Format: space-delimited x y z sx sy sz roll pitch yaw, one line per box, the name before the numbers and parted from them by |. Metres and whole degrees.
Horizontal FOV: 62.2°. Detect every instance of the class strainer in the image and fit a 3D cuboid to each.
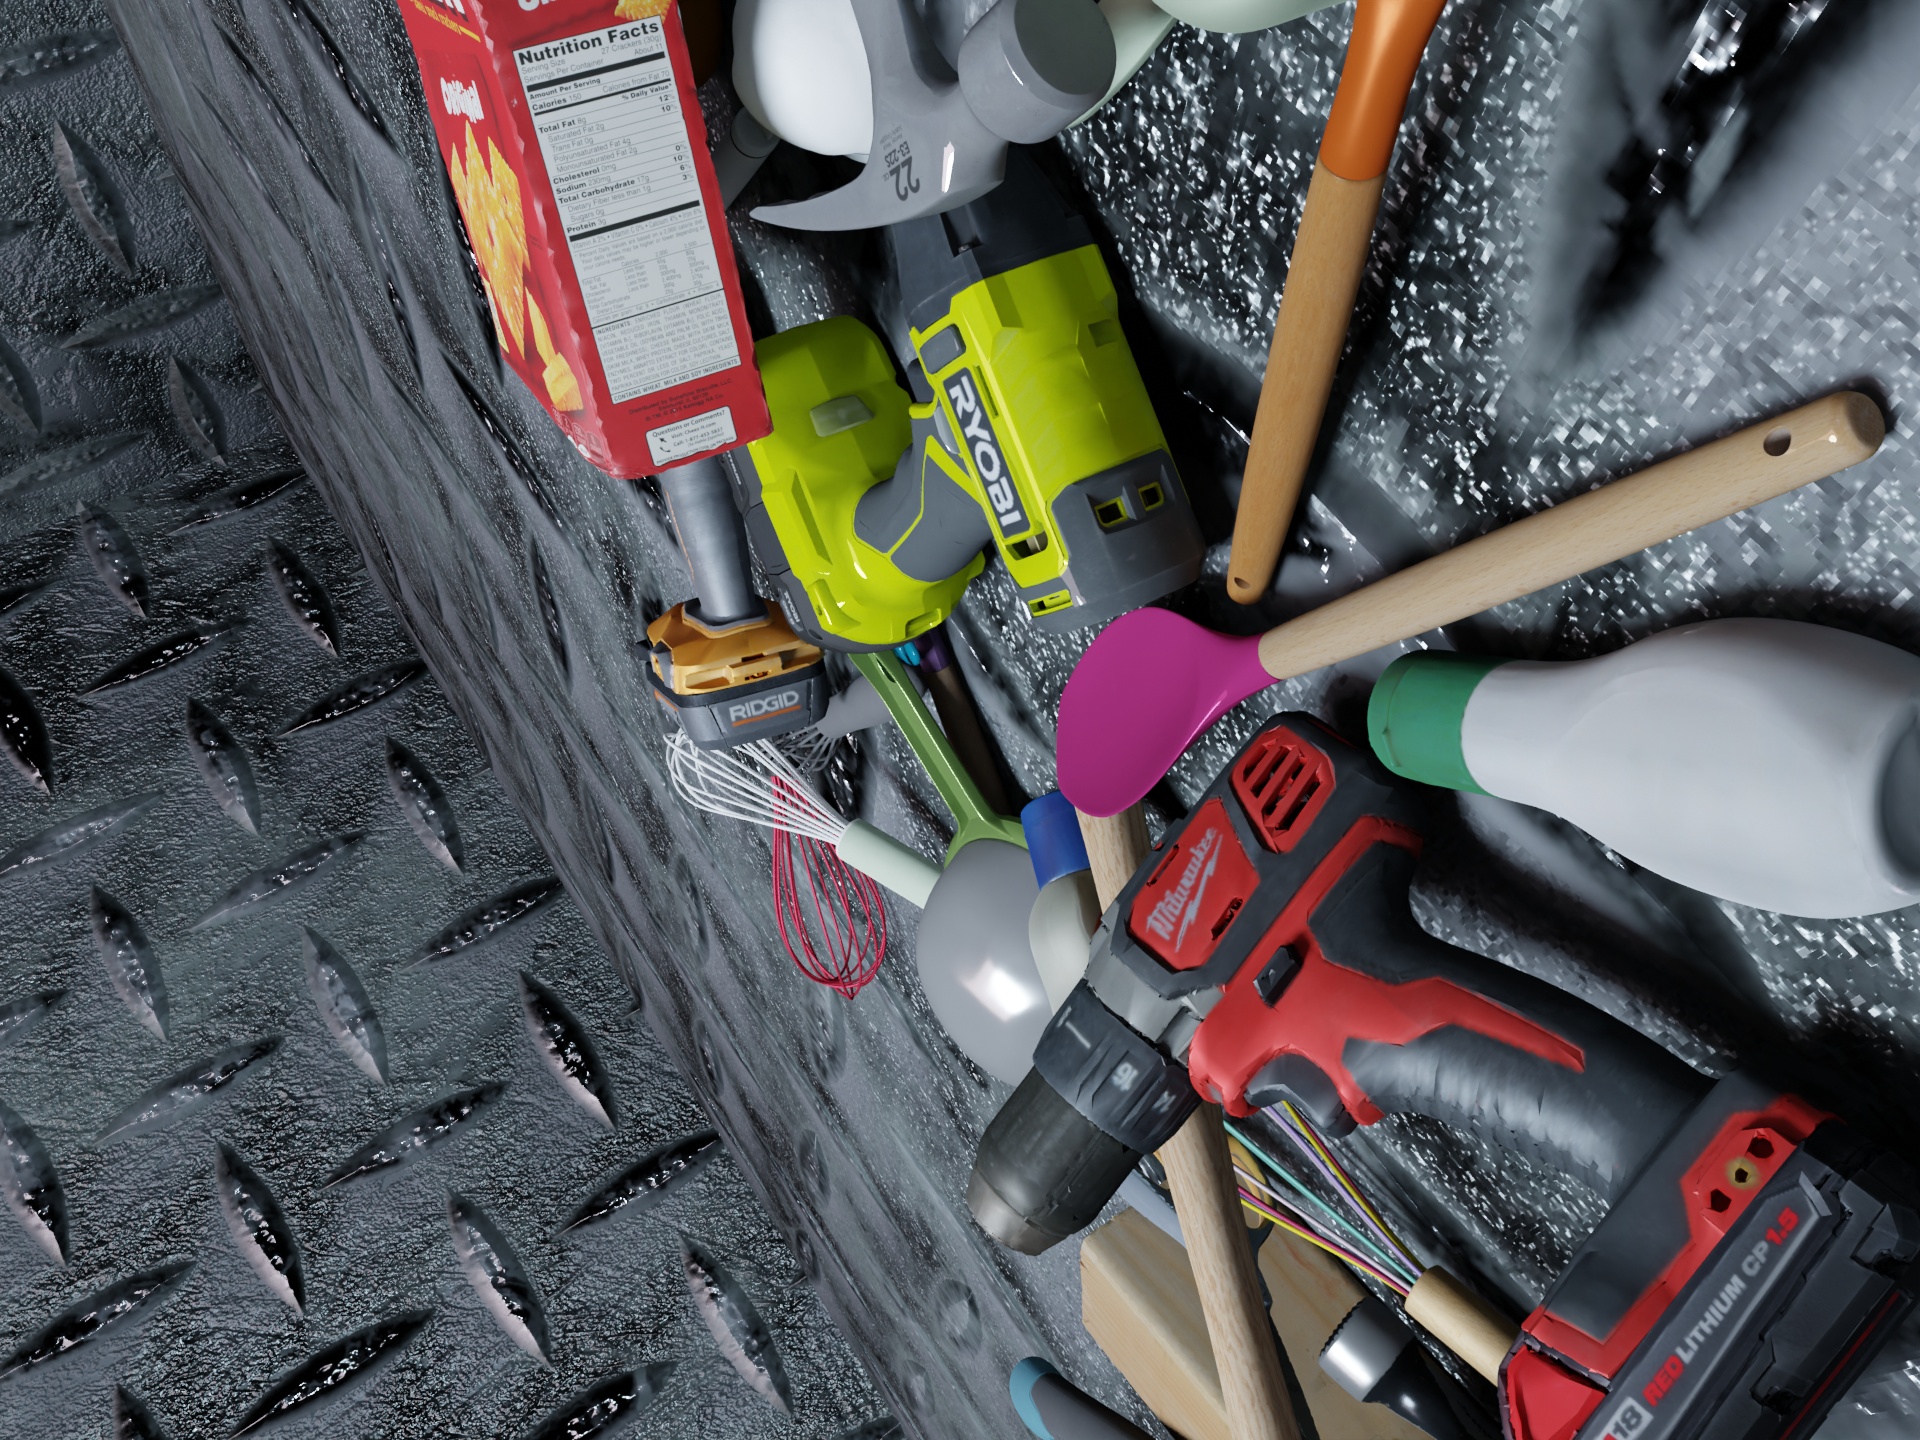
strainer | 0.001 0.079 0.742 0.151 0.069 0.256 -15 108 58
strainer | -0.078 -0.229 0.618 0.086 0.050 0.258 50 165 -14

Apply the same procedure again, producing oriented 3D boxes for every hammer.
hammer | 0.152 0.242 0.451 0.149 0.036 0.408 38 179 23
hammer | 0.102 0.342 0.691 0.128 0.033 0.331 63 158 -6
hammer | 0.082 0.154 0.554 0.129 0.031 0.332 60 -164 -57
hammer | -0.076 -0.329 0.422 0.144 0.035 0.405 -12 100 59

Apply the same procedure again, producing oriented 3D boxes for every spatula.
spatula | 0.079 -0.103 0.356 0.081 0.041 0.322 27 159 14
spatula | -0.001 -0.002 0.756 0.315 0.018 0.060 69 169 -19

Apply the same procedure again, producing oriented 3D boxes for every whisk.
whisk | -0.108 0.049 1.020 0.073 0.073 0.295 18 127 61
whisk | 0.164 0.203 0.620 0.245 0.047 0.051 35 160 40
whisk | -0.067 0.062 0.878 0.246 0.058 0.059 29 -176 22
whisk | -0.067 -0.004 0.874 0.055 0.055 0.239 62 155 -4

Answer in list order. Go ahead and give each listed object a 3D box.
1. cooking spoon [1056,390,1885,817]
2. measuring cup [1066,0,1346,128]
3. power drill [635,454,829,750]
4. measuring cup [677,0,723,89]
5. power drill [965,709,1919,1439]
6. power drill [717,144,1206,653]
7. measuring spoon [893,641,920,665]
cooking spoon | 0.104 -0.024 0.440 0.319 0.017 0.069 154 121 -62
measuring cup | 0.044 -0.185 0.391 0.083 0.038 0.167 62 157 -3
power drill | -0.142 -0.116 0.828 0.185 0.084 0.226 -146 44 -64
measuring cup | -0.137 -0.324 0.613 0.095 0.052 0.173 42 150 41
power drill | 0.114 0.122 0.438 0.227 0.188 0.080 39 -176 40
power drill | -0.013 -0.109 0.575 0.223 0.080 0.171 -11 103 65
measuring spoon | -0.048 -0.042 0.781 0.129 0.021 0.042 35 148 67
